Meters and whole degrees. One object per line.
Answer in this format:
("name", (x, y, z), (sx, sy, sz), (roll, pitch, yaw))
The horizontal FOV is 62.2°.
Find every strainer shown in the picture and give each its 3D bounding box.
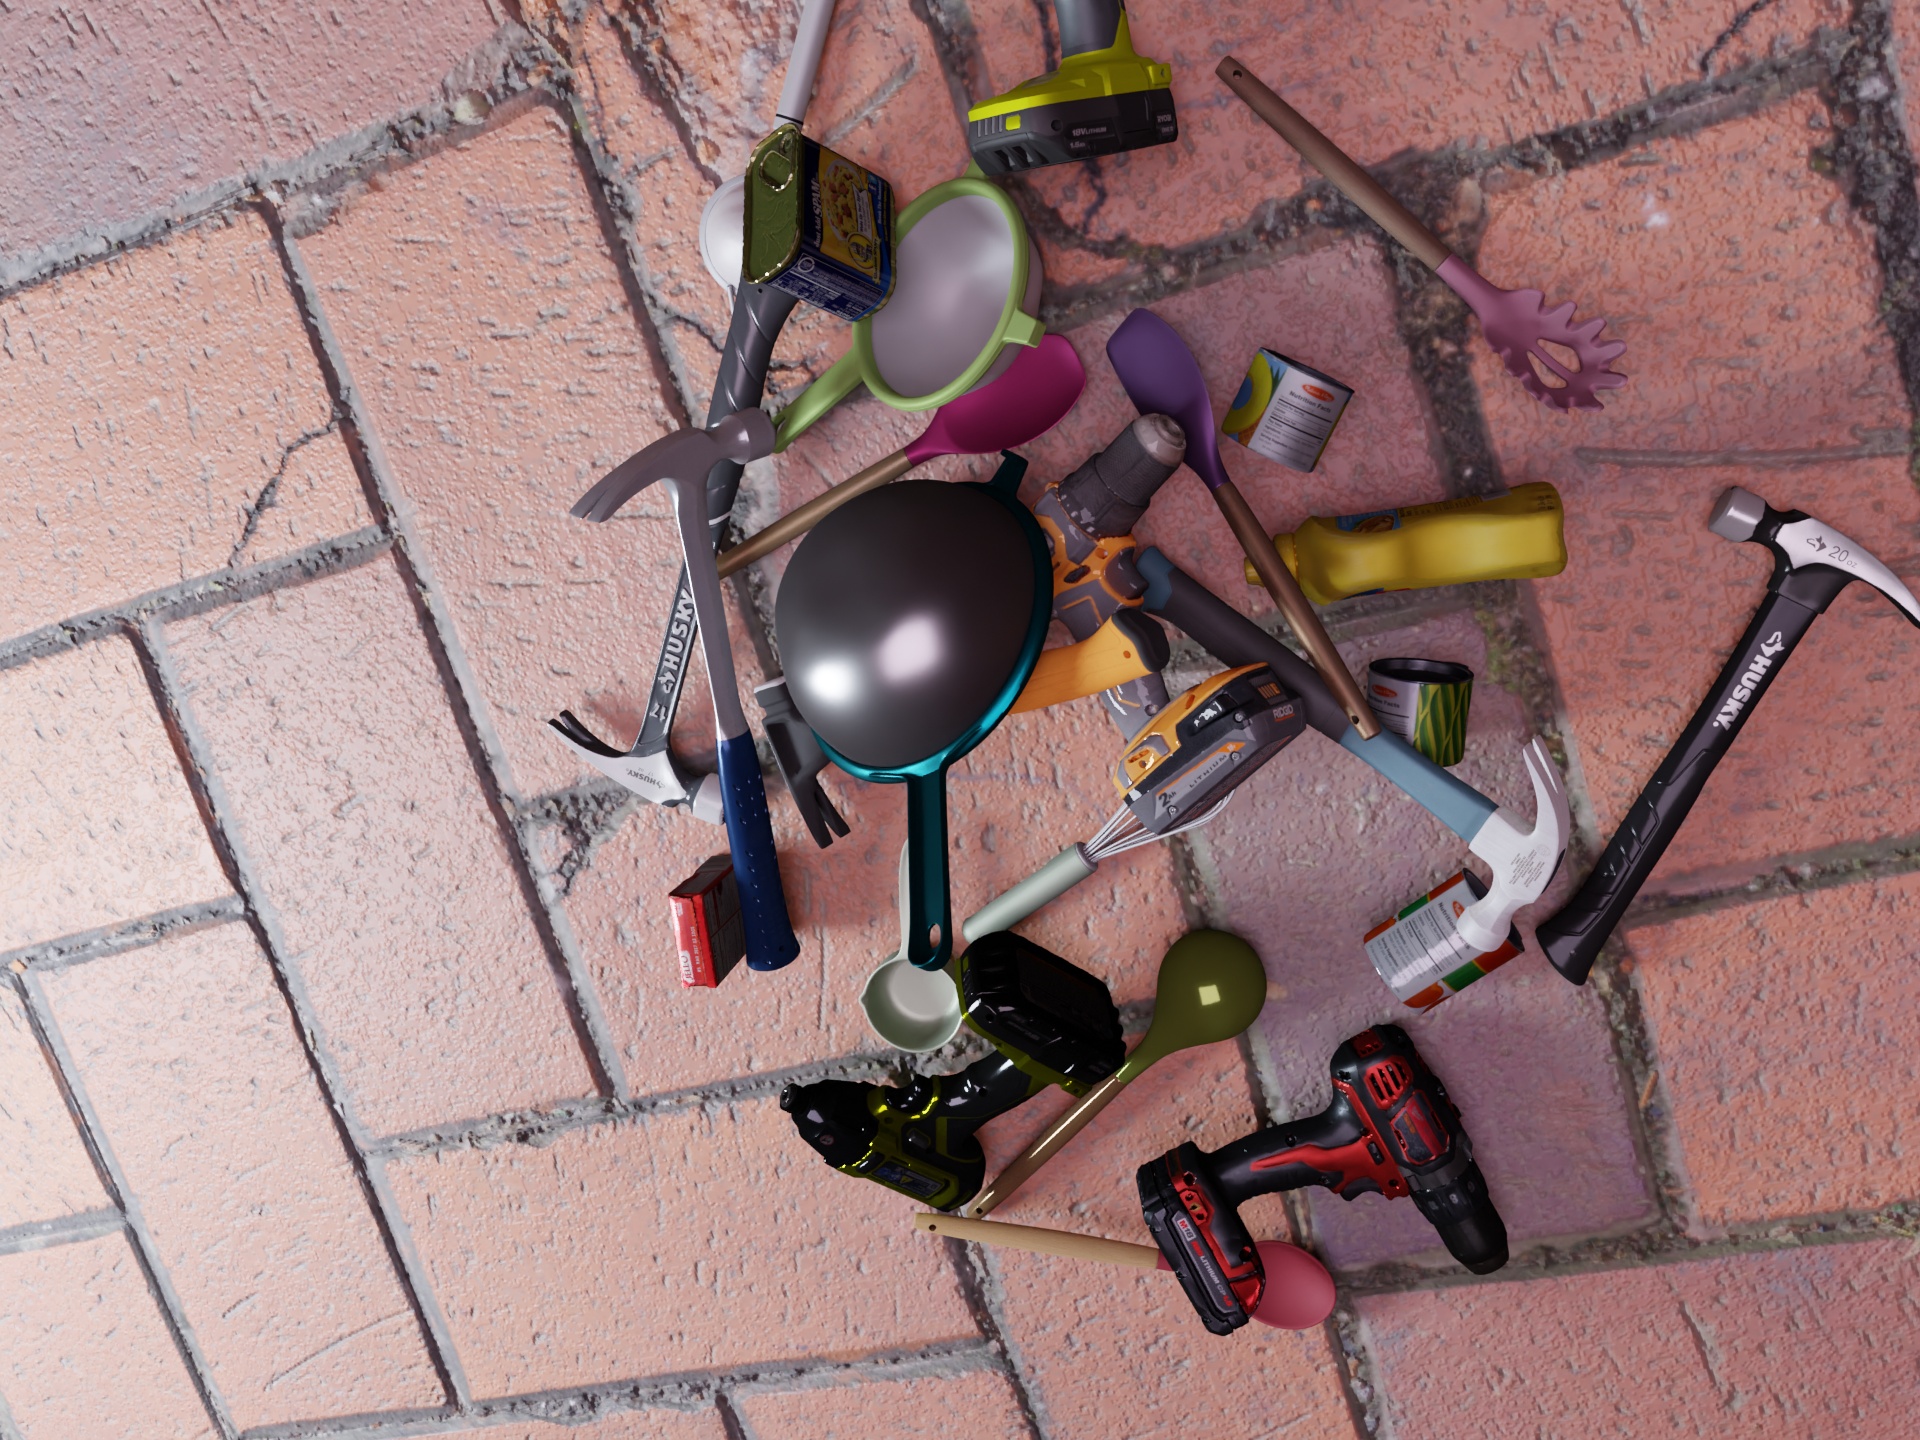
("strainer", (-0.118, -0.384, 1.048), (0.087, 0.050, 0.258), (19, 105, 6))
("strainer", (-0.048, -0.017, 0.980), (0.211, 0.095, 0.341), (-24, 55, 32))
("strainer", (-0.032, -0.242, 1.053), (0.256, 0.069, 0.152), (-31, 61, 37))

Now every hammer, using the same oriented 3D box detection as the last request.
("hammer", (0.238, -0.003, 1.017), (0.331, 0.033, 0.128), (39, 123, 20))
("hammer", (-0.184, -0.125, 1.112), (0.149, 0.036, 0.408), (21, 113, 6))
("hammer", (-0.002, -0.003, 1.054), (0.337, 0.034, 0.127), (-16, 98, 41))
("hammer", (0.475, 0.029, 1.024), (0.146, 0.035, 0.334), (27, 109, 6))
("hammer", (-0.163, 0.001, 1.089), (0.035, 0.144, 0.405), (21, 128, 42))

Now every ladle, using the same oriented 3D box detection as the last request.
("ladle", (0.106, 0.272, 1.176), (0.078, 0.062, 0.320), (42, 116, 2))
("ladle", (0.121, 0.399, 1.185), (0.315, 0.031, 0.069), (9, 102, 2))

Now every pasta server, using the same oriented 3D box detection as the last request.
("pasta server", (0.279, -0.302, 0.979), (0.316, 0.040, 0.060), (42, 97, 1))

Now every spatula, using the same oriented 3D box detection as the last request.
("spatula", (0.178, -0.126, 0.997), (0.059, 0.018, 0.316), (-43, 69, 47))

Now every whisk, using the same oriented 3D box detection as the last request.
("whisk", (0.095, 0.091, 1.125), (0.246, 0.057, 0.059), (-37, 60, 22))

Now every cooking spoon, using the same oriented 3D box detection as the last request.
("cooking spoon", (-0.056, -0.170, 1.100), (0.319, 0.017, 0.069), (-27, 83, 18))

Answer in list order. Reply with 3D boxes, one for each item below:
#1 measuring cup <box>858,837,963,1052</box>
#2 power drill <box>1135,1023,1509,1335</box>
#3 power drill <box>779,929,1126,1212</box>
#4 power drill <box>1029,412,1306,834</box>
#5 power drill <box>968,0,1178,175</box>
("measuring cup", (-0.031, 0.161, 1.174), (0.083, 0.038, 0.167), (3, 103, 12))
("power drill", (0.258, 0.341, 1.119), (0.226, 0.080, 0.188), (-30, 94, 5))
("power drill", (-0.007, 0.255, 1.136), (0.171, 0.080, 0.223), (32, 118, -27))
("power drill", (0.122, -0.065, 1.016), (0.185, 0.084, 0.226), (-46, 72, 35))
("power drill", (0.043, -0.443, 0.924), (0.080, 0.190, 0.228), (9, 116, 46))
